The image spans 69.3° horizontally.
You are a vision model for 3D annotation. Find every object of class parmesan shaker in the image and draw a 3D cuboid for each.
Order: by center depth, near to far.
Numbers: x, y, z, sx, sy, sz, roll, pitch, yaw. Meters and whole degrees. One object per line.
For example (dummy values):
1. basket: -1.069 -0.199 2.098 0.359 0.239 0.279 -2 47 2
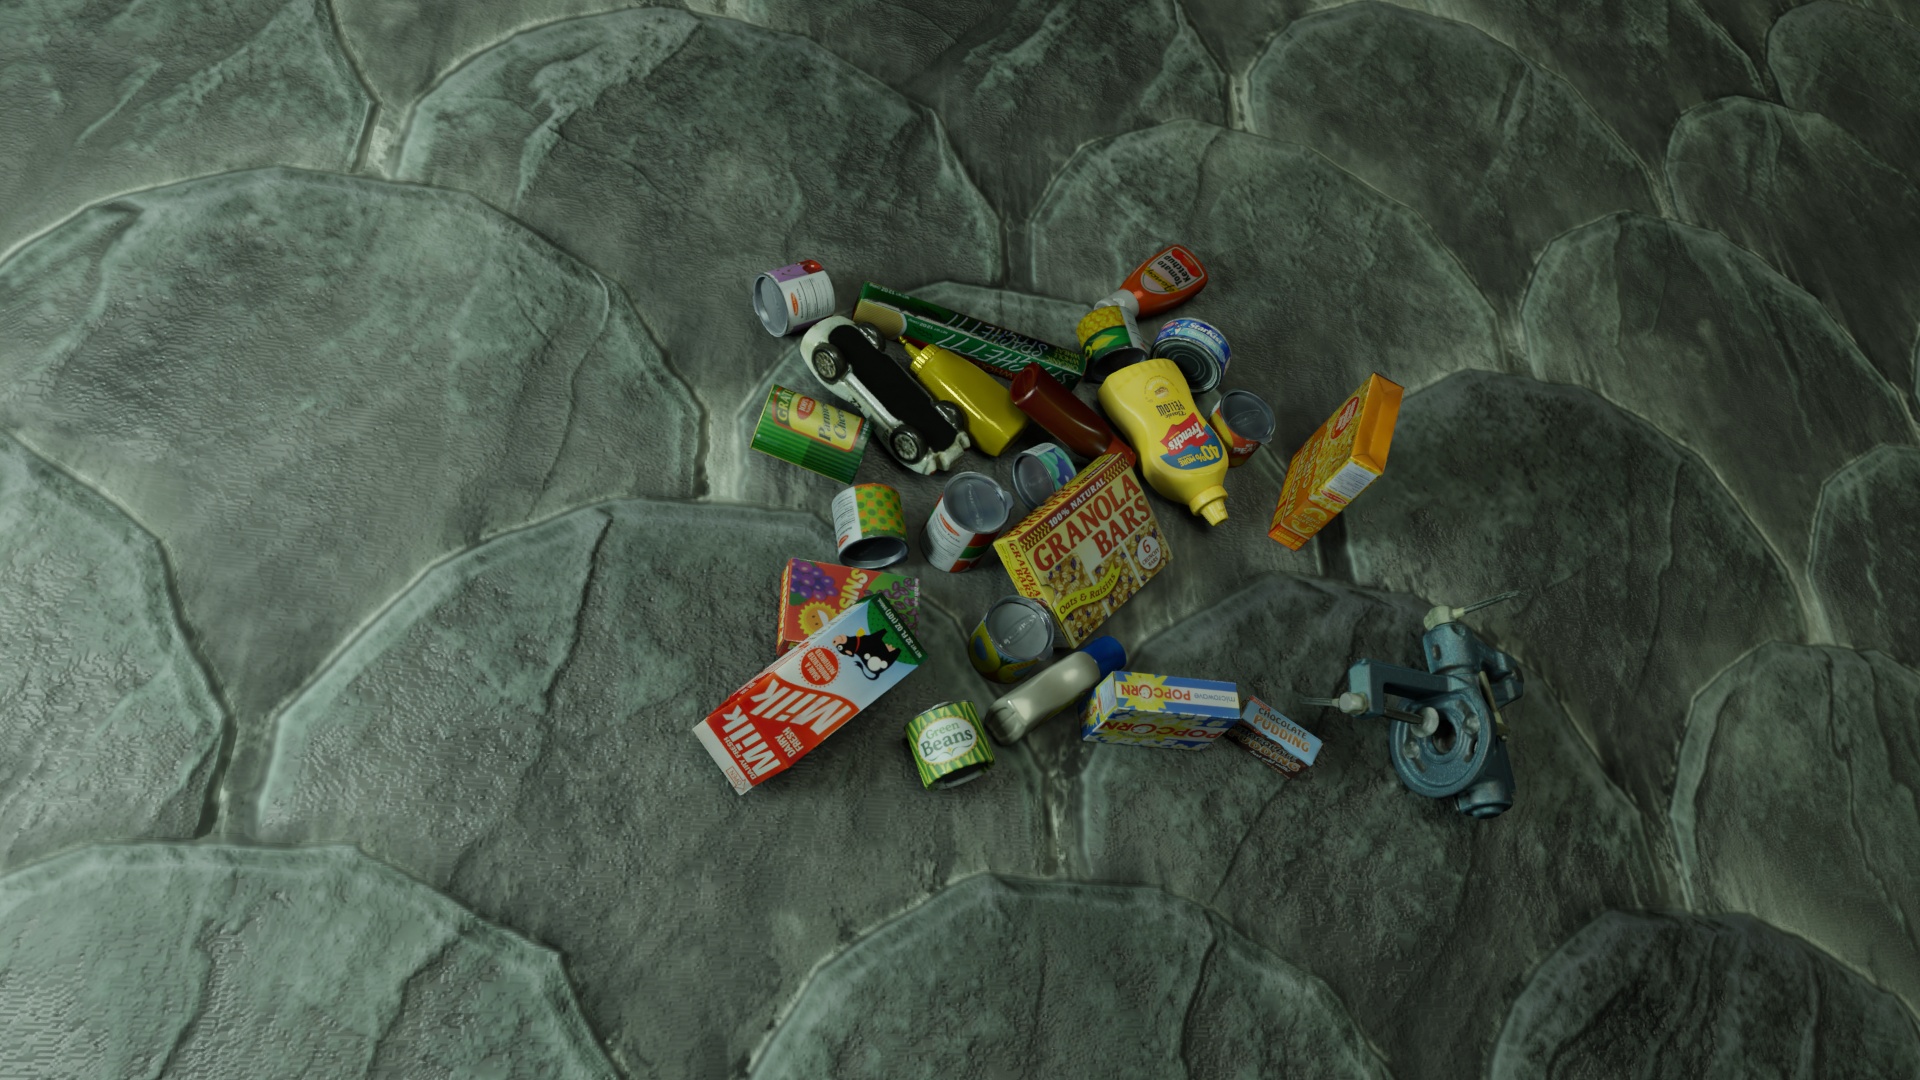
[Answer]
1. parmesan shaker: -0.141 -0.103 1.331 0.103 0.071 0.071 20 56 -8

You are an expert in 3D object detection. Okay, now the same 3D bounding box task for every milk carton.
1. milk carton: -0.128 0.128 1.172 0.191 0.073 0.072 -36 95 -16

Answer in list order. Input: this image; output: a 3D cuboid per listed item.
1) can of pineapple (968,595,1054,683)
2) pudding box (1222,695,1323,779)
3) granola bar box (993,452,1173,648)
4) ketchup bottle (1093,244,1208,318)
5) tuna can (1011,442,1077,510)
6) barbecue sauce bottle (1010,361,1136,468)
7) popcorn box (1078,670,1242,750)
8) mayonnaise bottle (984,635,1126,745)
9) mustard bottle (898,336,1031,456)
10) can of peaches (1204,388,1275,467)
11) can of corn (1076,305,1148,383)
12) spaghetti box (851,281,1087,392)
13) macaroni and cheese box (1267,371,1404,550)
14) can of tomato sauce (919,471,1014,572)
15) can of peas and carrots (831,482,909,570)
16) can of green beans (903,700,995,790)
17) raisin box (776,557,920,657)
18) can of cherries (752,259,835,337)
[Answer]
1. can of pineapple: 0.047 0.094 1.288 0.071 0.057 0.071 9 59 -15
2. pudding box: 0.297 0.188 1.328 0.084 0.049 0.030 34 57 1
3. granola bar box: 0.123 0.009 1.344 0.166 0.039 0.124 -38 109 -33
4. ketchup bottle: 0.213 -0.282 1.576 0.149 0.043 0.065 -34 77 -31
5. tuna can: 0.085 -0.060 1.388 0.033 0.070 0.071 -26 73 -31
6. barbecue sauce bottle: 0.117 -0.118 1.418 0.148 0.043 0.065 37 27 -23
7. popcorn box: 0.184 0.158 1.283 0.127 0.084 0.038 7 60 -16
8. mayonnaise bottle: 0.092 0.135 1.280 0.149 0.064 0.041 -28 77 -34
9. mustard bottle: -0.003 -0.155 1.420 0.160 0.048 0.065 42 47 8
10. can of peaches: 0.299 -0.119 1.503 0.071 0.057 0.071 9 59 -16
11. can of corn: 0.161 -0.211 1.504 0.071 0.070 0.058 -3 62 -21
12. spaghetti box: 0.010 -0.209 1.456 0.250 0.050 0.029 17 59 -10
13. macaroni and cheese box: 0.390 -0.079 1.447 0.040 0.165 0.124 28 56 -3
14. can of tomato sauce: 0.005 -0.017 1.322 0.071 0.082 0.071 9 59 -15
15. can of peas and carrots: -0.083 -0.012 1.299 0.071 0.070 0.059 0 61 -20
16. can of green beans: -0.009 0.179 1.213 0.071 0.071 0.058 -11 66 -25
17. raisin box: -0.101 0.069 1.261 0.123 0.040 0.086 10 59 -16
18. can of cherries: -0.170 -0.246 1.405 0.058 0.071 0.071 -25 72 -30
